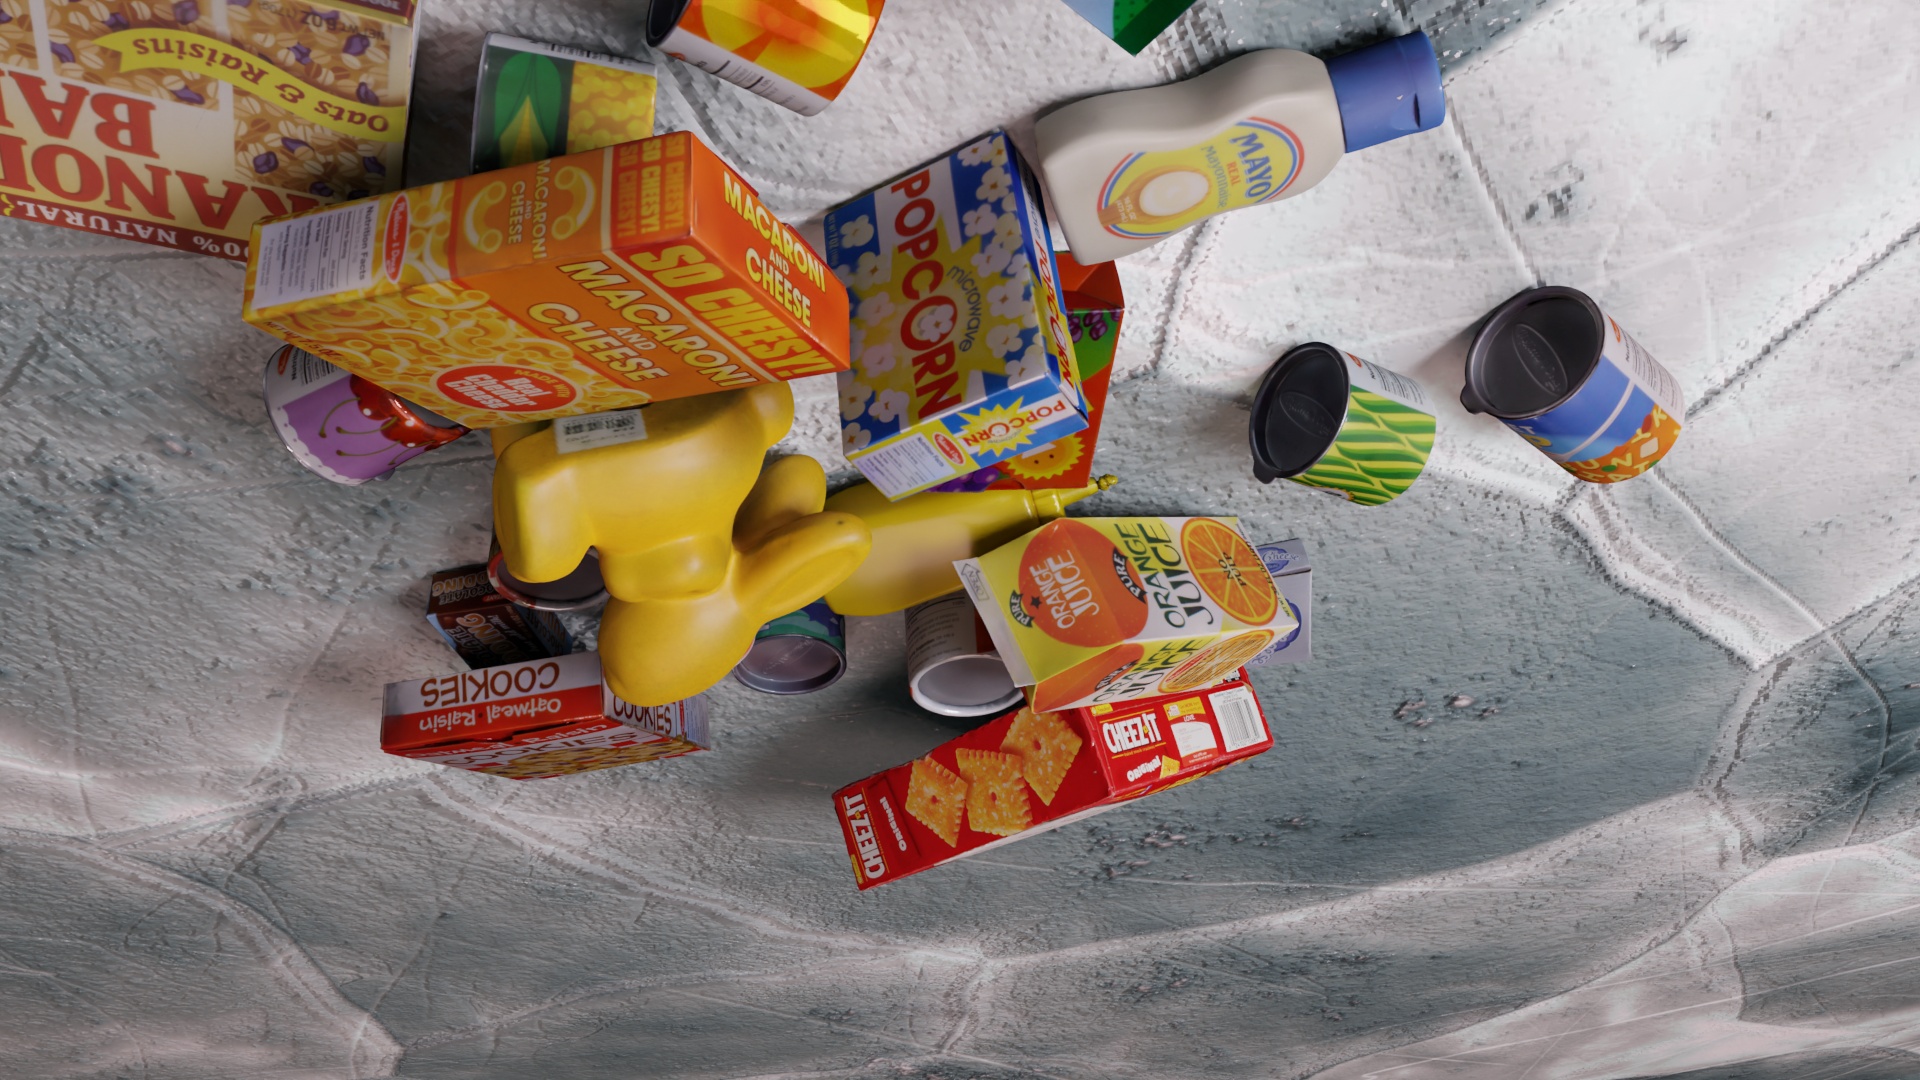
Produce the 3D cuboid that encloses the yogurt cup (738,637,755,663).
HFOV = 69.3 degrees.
[{"bbox_3d":[-0.140,0.031,0.734,0.072,0.073,0.053,4,134,-13],"label":"yogurt cup"}]

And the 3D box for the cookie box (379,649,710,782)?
[{"bbox_3d":[-0.230,0.104,0.795,0.123,0.040,0.167,-10,164,6],"label":"cookie box"}]

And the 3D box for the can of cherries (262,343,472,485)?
[{"bbox_3d":[-0.245,-0.062,0.590,0.058,0.072,0.071,-21,141,18],"label":"can of cherries"}]

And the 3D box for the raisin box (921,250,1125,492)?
[{"bbox_3d":[0.023,-0.073,0.634,0.086,0.040,0.122,-2,144,-6],"label":"raisin box"}]

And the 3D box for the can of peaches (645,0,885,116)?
[{"bbox_3d":[-0.062,-0.182,0.453,0.058,0.071,0.071,19,137,-29],"label":"can of peaches"}]

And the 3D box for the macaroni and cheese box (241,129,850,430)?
[{"bbox_3d":[-0.139,-0.086,0.491,0.166,0.040,0.123,-7,165,17],"label":"macaroni and cheese box"}]

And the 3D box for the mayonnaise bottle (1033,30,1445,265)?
[{"bbox_3d":[0.106,-0.154,0.533,0.148,0.041,0.064,-15,141,13],"label":"mayonnaise bottle"}]

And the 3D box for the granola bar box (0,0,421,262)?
[{"bbox_3d":[-0.277,-0.158,0.478,0.166,0.039,0.123,9,141,-20],"label":"granola bar box"}]

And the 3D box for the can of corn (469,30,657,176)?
[{"bbox_3d":[-0.141,-0.140,0.496,0.058,0.071,0.070,6,142,-16],"label":"can of corn"}]

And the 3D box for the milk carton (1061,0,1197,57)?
[{"bbox_3d":[0.005,-0.230,0.391,0.190,0.073,0.073,24,135,-34],"label":"milk carton"}]

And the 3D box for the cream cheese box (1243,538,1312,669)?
[{"bbox_3d":[0.179,0.041,0.823,0.053,0.024,0.103,-11,144,6],"label":"cream cheese box"}]

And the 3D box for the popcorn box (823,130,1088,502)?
[{"bbox_3d":[-0.005,-0.088,0.536,0.085,0.127,0.038,-20,146,19],"label":"popcorn box"}]

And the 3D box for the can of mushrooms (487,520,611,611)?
[{"bbox_3d":[-0.209,0.005,0.714,0.071,0.033,0.070,-3,144,-2],"label":"can of mushrooms"}]

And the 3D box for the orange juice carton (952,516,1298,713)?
[{"bbox_3d":[0.079,0.037,0.708,0.193,0.072,0.072,-1,147,-44],"label":"orange juice carton"}]

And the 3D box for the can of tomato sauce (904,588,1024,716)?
[{"bbox_3d":[0.004,0.045,0.754,0.071,0.083,0.070,-3,143,-2],"label":"can of tomato sauce"}]

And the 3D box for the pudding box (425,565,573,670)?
[{"bbox_3d":[-0.254,0.048,0.769,0.050,0.030,0.083,-8,143,4],"label":"pudding box"}]

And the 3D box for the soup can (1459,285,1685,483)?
[{"bbox_3d":[0.286,-0.070,0.651,0.084,0.072,0.071,25,134,-35],"label":"soup can"}]

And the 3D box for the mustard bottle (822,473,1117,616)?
[{"bbox_3d":[0.003,-0.009,0.707,0.160,0.049,0.065,-15,123,7],"label":"mustard bottle"}]

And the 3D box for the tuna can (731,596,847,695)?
[{"bbox_3d":[-0.101,0.058,0.801,0.071,0.033,0.070,-4,144,-3],"label":"tuna can"}]

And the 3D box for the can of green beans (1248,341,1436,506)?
[{"bbox_3d":[0.181,-0.054,0.659,0.058,0.071,0.071,16,139,-27],"label":"can of green beans"}]
